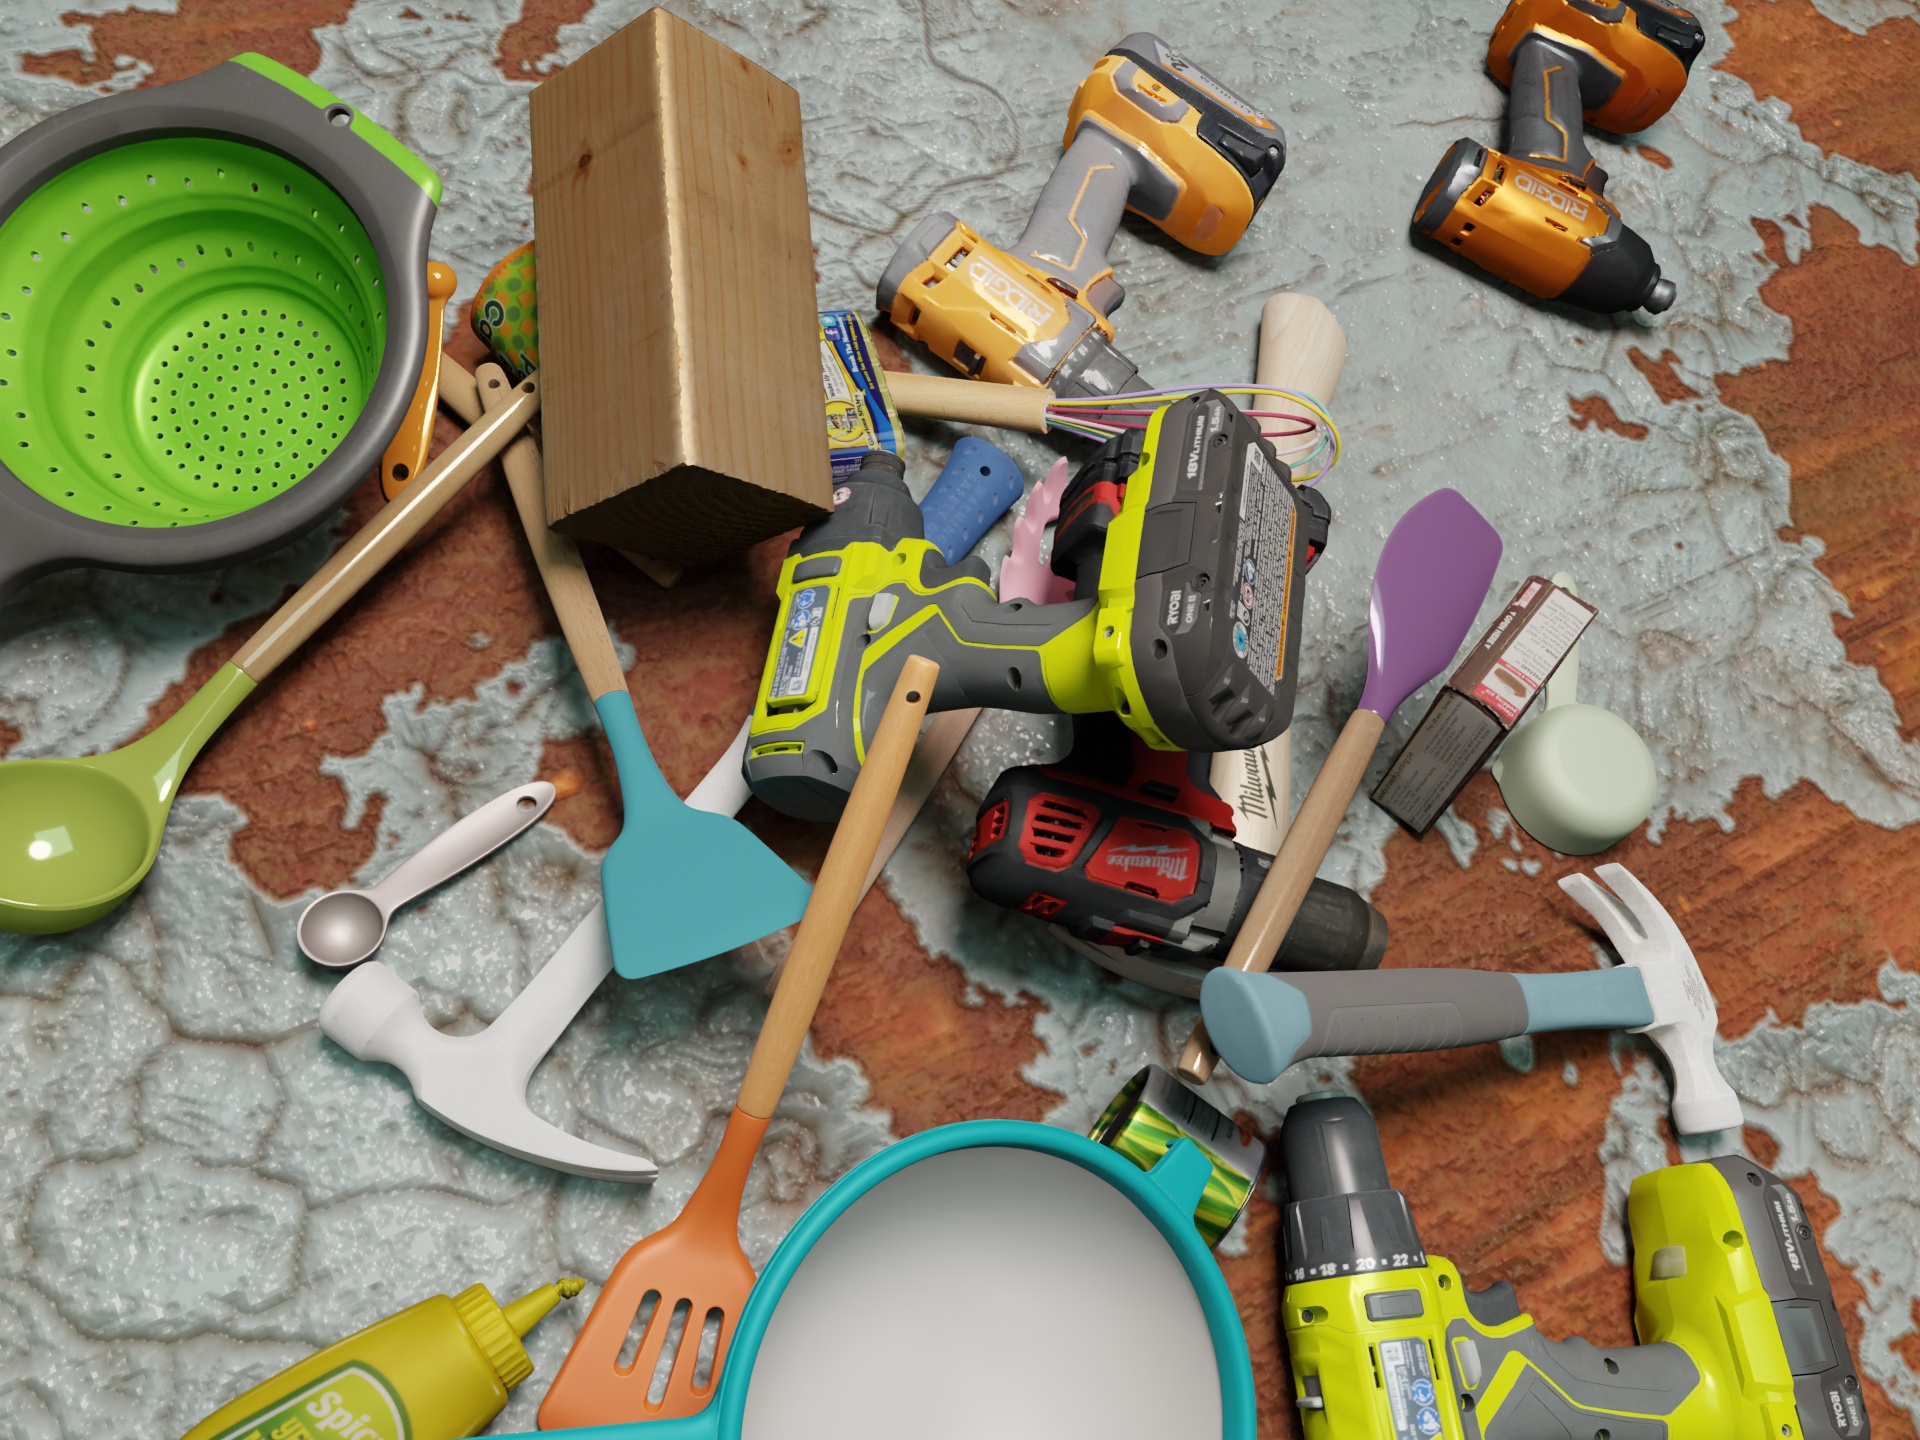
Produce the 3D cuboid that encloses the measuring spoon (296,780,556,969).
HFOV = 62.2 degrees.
[{"bbox_3d":[-0.220,0.064,0.669,0.034,0.018,0.124,40,55,17],"label":"measuring spoon"}]

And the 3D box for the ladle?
[{"bbox_3d":[-0.278,-0.043,0.652,0.078,0.062,0.320,37,70,7],"label":"ladle"}]

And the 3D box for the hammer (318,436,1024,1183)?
[{"bbox_3d":[-0.087,0.018,0.712,0.144,0.035,0.406,36,62,3],"label":"hammer"}]

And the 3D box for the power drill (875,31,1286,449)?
[{"bbox_3d":[0.089,-0.246,0.859,0.185,0.084,0.226,37,66,3],"label":"power drill"}]

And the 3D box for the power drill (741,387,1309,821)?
[{"bbox_3d":[0.020,-0.052,0.646,0.080,0.223,0.171,40,52,-47],"label":"power drill"}]

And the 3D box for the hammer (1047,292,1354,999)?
[{"bbox_3d":[0.144,-0.057,0.811,0.146,0.038,0.411,15,63,-7],"label":"hammer"}]

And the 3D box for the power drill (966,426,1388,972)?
[{"bbox_3d":[0.111,0.001,0.714,0.187,0.080,0.227,17,66,-12],"label":"power drill"}]

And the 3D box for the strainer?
[{"bbox_3d":[-0.060,0.251,0.559,0.340,0.095,0.211,6,73,-24],"label":"strainer"}]

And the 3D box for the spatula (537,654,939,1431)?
[{"bbox_3d":[-0.069,0.129,0.599,0.081,0.041,0.322,20,97,-10],"label":"spatula"}]

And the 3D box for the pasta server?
[{"bbox_3d":[-0.001,-0.002,0.744,0.060,0.040,0.316,34,63,-3],"label":"pasta server"}]

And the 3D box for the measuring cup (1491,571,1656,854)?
[{"bbox_3d":[0.327,-0.013,0.838,0.083,0.038,0.168,13,65,-9],"label":"measuring cup"}]

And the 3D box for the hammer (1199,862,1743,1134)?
[{"bbox_3d":[0.229,0.124,0.686,0.330,0.033,0.128,5,66,-37],"label":"hammer"}]

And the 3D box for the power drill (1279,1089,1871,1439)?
[{"bbox_3d":[0.246,0.249,0.676,0.228,0.080,0.191,-1,67,-13],"label":"power drill"}]

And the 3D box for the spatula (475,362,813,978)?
[{"bbox_3d":[-0.155,-0.036,0.677,0.082,0.044,0.318,-18,67,-18],"label":"spatula"}]

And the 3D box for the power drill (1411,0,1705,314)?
[{"bbox_3d":[0.388,-0.357,0.993,0.164,0.084,0.227,26,66,-3],"label":"power drill"}]

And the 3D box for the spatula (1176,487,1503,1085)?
[{"bbox_3d":[0.164,0.017,0.682,0.059,0.018,0.316,40,63,-15],"label":"spatula"}]

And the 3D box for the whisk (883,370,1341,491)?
[{"bbox_3d":[0.063,-0.151,0.774,0.245,0.047,0.051,12,81,21],"label":"whisk"}]

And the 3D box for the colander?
[{"bbox_3d":[-0.366,-0.087,0.664,0.204,0.094,0.397,35,80,3],"label":"colander"}]

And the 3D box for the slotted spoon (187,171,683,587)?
[{"bbox_3d":[-0.251,-0.170,0.758,0.314,0.031,0.070,41,68,4],"label":"slotted spoon"}]

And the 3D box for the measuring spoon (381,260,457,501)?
[{"bbox_3d":[-0.253,-0.158,0.737,0.021,0.011,0.117,9,85,-1],"label":"measuring spoon"}]
